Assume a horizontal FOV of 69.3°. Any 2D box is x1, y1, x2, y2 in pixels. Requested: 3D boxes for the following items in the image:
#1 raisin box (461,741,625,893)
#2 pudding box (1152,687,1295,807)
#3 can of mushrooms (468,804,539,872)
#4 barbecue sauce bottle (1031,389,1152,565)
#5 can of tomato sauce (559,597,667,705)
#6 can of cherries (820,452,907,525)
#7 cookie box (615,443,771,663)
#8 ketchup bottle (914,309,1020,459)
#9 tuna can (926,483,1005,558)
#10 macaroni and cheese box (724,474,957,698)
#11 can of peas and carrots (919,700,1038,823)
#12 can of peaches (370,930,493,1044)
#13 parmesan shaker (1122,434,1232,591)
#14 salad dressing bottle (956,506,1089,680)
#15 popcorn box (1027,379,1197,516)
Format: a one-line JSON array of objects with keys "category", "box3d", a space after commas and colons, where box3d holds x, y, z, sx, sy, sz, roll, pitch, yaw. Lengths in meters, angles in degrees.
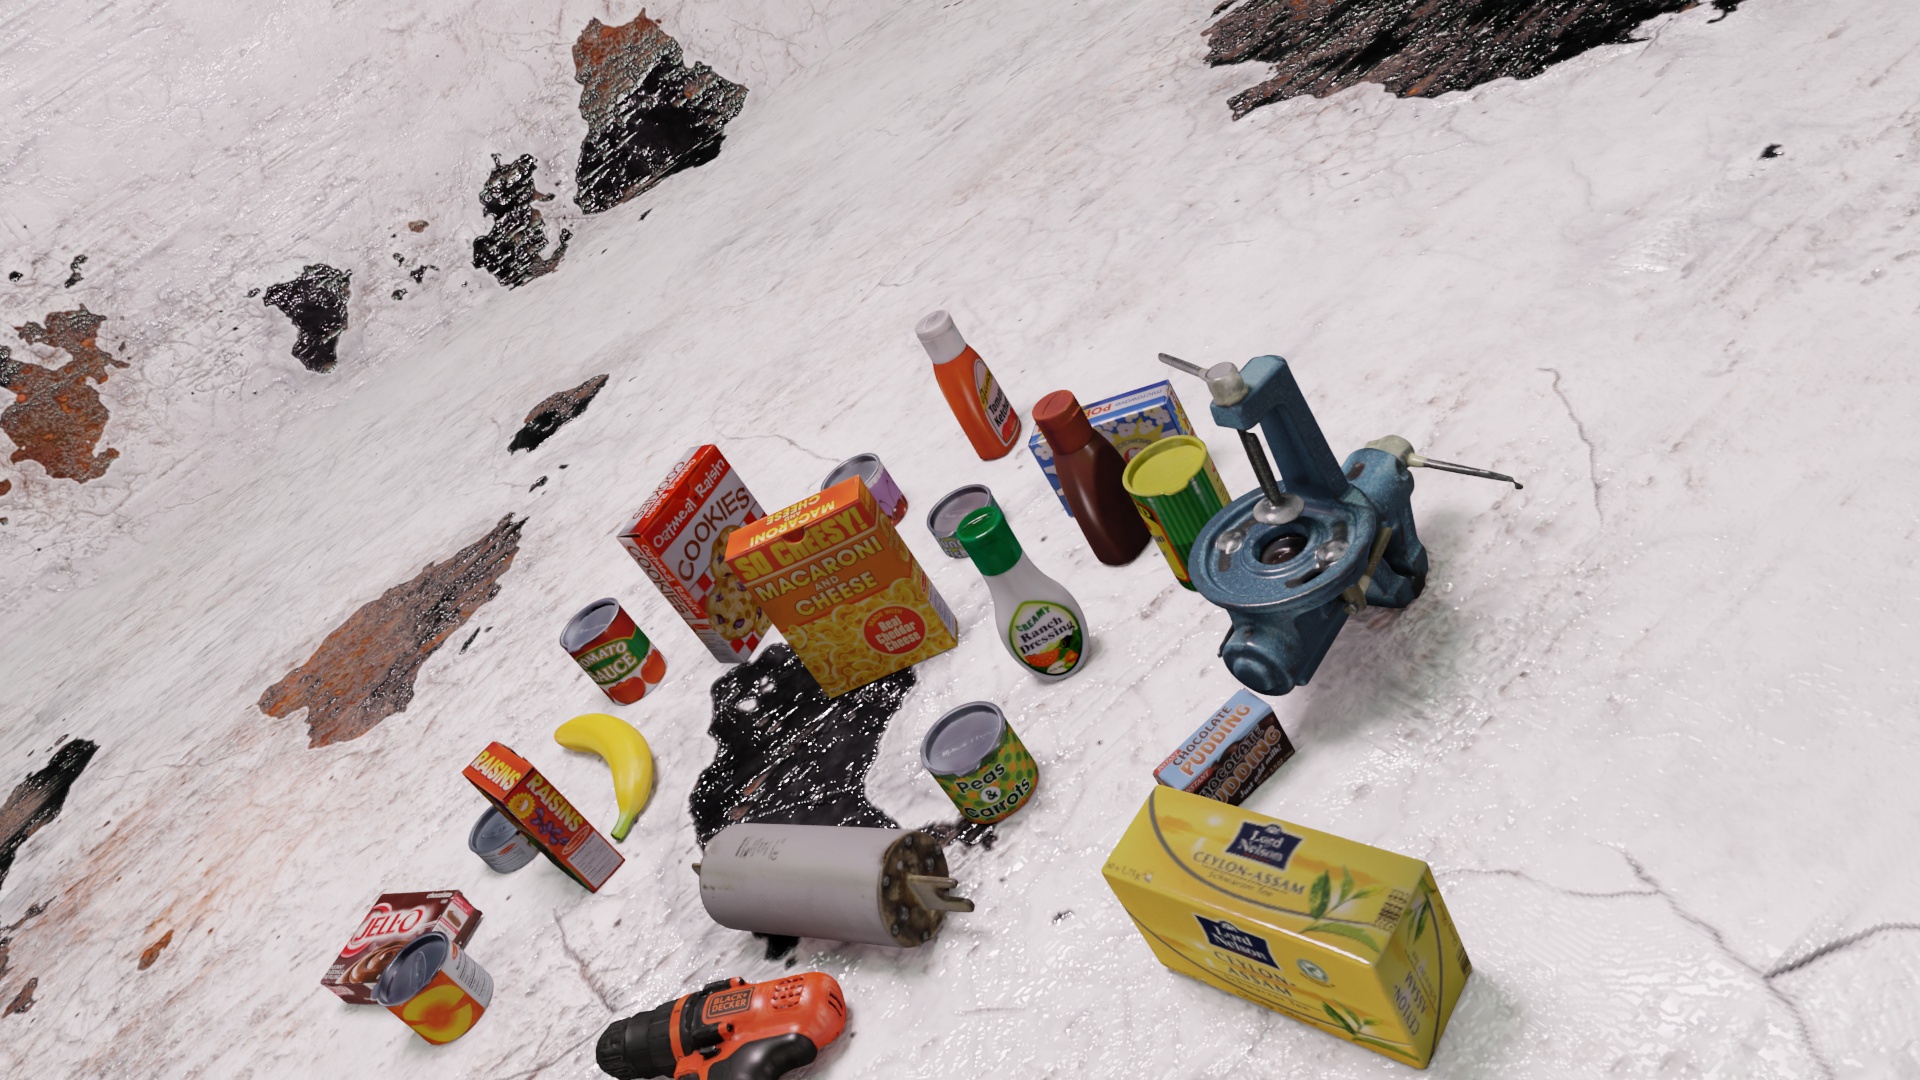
[{"category": "raisin box", "box3d": [-0.340, 0.225, 1.133, 0.086, 0.123, 0.040, 13, 53, 49]}, {"category": "pudding box", "box3d": [0.167, 0.139, 0.878, 0.084, 0.049, 0.030, -40, 32, -12]}, {"category": "can of mushrooms", "box3d": [-0.396, 0.256, 1.224, 0.071, 0.033, 0.071, -23, 33, 16]}, {"category": "barbecue sauce bottle", "box3d": [0.105, -0.052, 1.102, 0.043, 0.148, 0.065, 0, 44, 42]}, {"category": "can of tomato sauce", "box3d": [-0.330, 0.107, 1.324, 0.071, 0.082, 0.071, -23, 33, 16]}, {"category": "can of cherries", "box3d": [-0.094, -0.040, 1.344, 0.071, 0.058, 0.072, -23, 33, 16]}, {"category": "cookie box", "box3d": [-0.224, 0.013, 1.282, 0.040, 0.167, 0.123, -4, 42, 38]}, {"category": "ketchup bottle", "box3d": [0.006, -0.150, 1.322, 0.043, 0.148, 0.065, -12, 37, 30]}, {"category": "tuna can", "box3d": [0.004, -0.016, 1.249, 0.071, 0.032, 0.071, -23, 33, 16]}, {"category": "macaroni and cheese box", "box3d": [-0.094, 0.041, 1.130, 0.123, 0.166, 0.040, -24, 32, 14]}, {"category": "can of peas and carrots", "box3d": [0.015, 0.158, 0.977, 0.071, 0.058, 0.071, -23, 33, 16]}, {"category": "can of peaches", "box3d": [-0.411, 0.351, 1.084, 0.071, 0.058, 0.071, -23, 33, 16]}, {"category": "parmesan shaker", "box3d": [0.172, -0.017, 1.038, 0.071, 0.102, 0.072, -23, 33, 16]}, {"category": "salad dressing bottle", "box3d": [0.045, 0.040, 1.028, 0.064, 0.147, 0.044, -29, 32, 6]}, {"category": "popcorn box", "box3d": [0.133, -0.076, 1.171, 0.126, 0.085, 0.038, -16, 35, 25]}]
